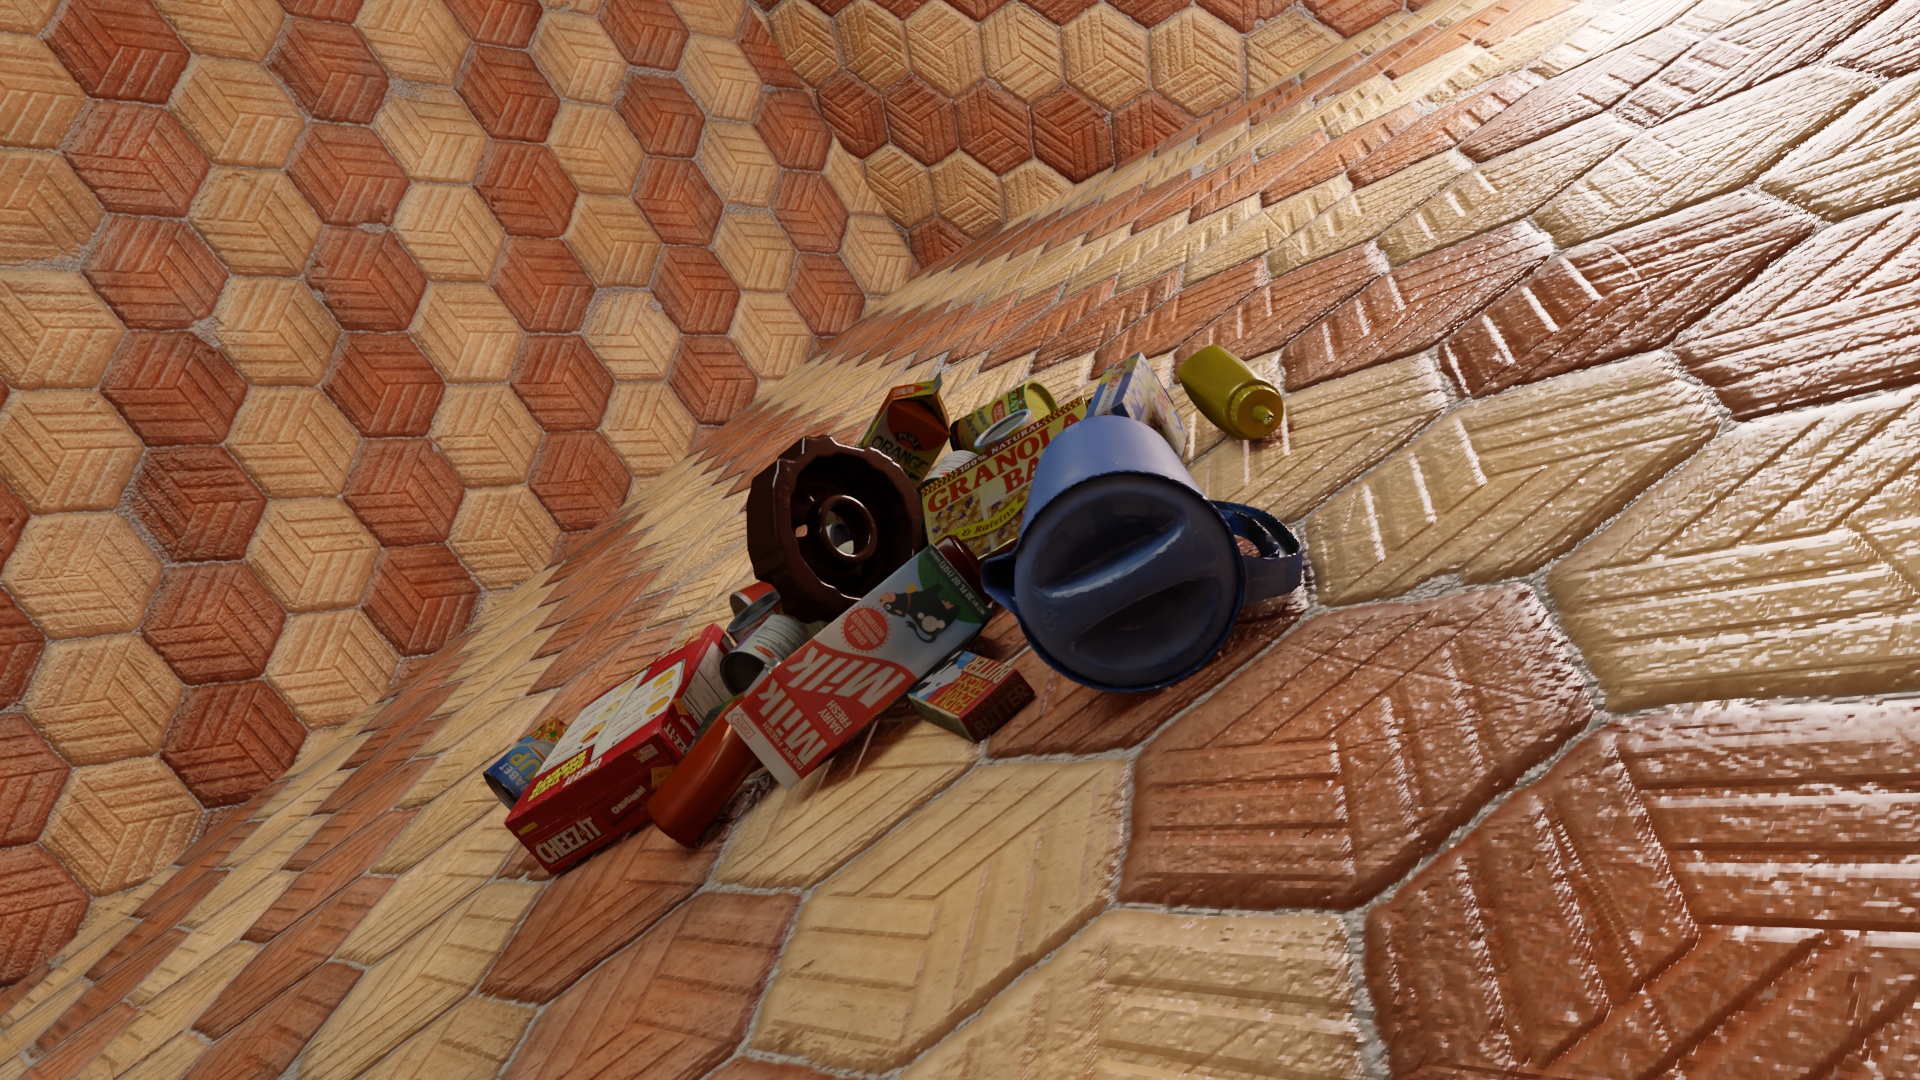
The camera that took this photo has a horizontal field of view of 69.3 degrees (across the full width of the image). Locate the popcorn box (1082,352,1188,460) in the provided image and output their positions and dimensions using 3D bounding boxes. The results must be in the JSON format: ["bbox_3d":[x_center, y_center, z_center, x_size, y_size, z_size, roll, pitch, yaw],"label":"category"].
[{"bbox_3d":[0.144,-0.092,1.131,0.038,0.085,0.127,-26,16,25],"label":"popcorn box"}]

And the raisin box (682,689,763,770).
[{"bbox_3d":[-0.156,0.143,1.121,0.123,0.040,0.086,-29,15,15],"label":"raisin box"}]

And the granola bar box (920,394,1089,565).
[{"bbox_3d":[0.051,-0.033,1.153,0.165,0.039,0.125,-30,39,16],"label":"granola bar box"}]

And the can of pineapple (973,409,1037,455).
[{"bbox_3d":[0.055,-0.087,1.352,0.071,0.057,0.071,-31,15,10],"label":"can of pineapple"}]

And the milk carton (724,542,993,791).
[{"bbox_3d":[-0.073,0.093,1.003,0.191,0.072,0.073,-40,-7,-17],"label":"milk carton"}]

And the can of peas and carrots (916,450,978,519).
[{"bbox_3d":[-0.003,-0.043,1.332,0.070,0.071,0.059,-23,18,36],"label":"can of peas and carrots"}]

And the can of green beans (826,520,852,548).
[{"bbox_3d":[-0.131,0.023,1.391,0.057,0.071,0.071,-29,16,23],"label":"can of green beans"}]

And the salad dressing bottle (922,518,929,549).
[{"bbox_3d":[0.005,-0.016,1.268,0.147,0.044,0.064,-21,21,41],"label":"salad dressing bottle"}]

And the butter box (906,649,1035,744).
[{"bbox_3d":[0.006,0.104,0.935,0.053,0.024,0.103,-39,15,-16],"label":"butter box"}]

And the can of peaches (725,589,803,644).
[{"bbox_3d":[-0.175,0.086,1.302,0.071,0.058,0.071,-32,14,10],"label":"can of peaches"}]

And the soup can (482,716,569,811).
[{"bbox_3d":[-0.409,0.223,1.353,0.084,0.071,0.071,-42,17,-29],"label":"soup can"}]

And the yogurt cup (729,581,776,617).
[{"bbox_3d":[-0.188,0.069,1.377,0.054,0.072,0.072,-32,13,-26],"label":"yogurt cup"}]

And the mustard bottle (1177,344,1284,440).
[{"bbox_3d":[0.218,-0.110,1.084,0.049,0.065,0.161,-39,20,5],"label":"mustard bottle"}]

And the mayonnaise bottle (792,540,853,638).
[{"bbox_3d":[-0.102,0.032,1.314,0.041,0.064,0.149,-21,16,44],"label":"mayonnaise bottle"}]

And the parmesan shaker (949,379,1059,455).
[{"bbox_3d":[0.047,-0.113,1.444,0.103,0.071,0.072,-26,17,31],"label":"parmesan shaker"}]

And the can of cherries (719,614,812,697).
[{"bbox_3d":[-0.166,0.108,1.204,0.071,0.071,0.059,-21,19,40],"label":"can of cherries"}]

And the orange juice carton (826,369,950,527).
[{"bbox_3d":[-0.068,-0.090,1.447,0.192,0.073,0.072,-58,10,14],"label":"orange juice carton"}]

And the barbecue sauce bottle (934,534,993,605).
[{"bbox_3d":[-0.043,0.064,1.094,0.148,0.065,0.044,-41,-6,7],"label":"barbecue sauce bottle"}]

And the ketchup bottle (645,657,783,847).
[{"bbox_3d":[-0.173,0.156,1.041,0.149,0.043,0.065,-52,23,-6],"label":"ketchup bottle"}]
